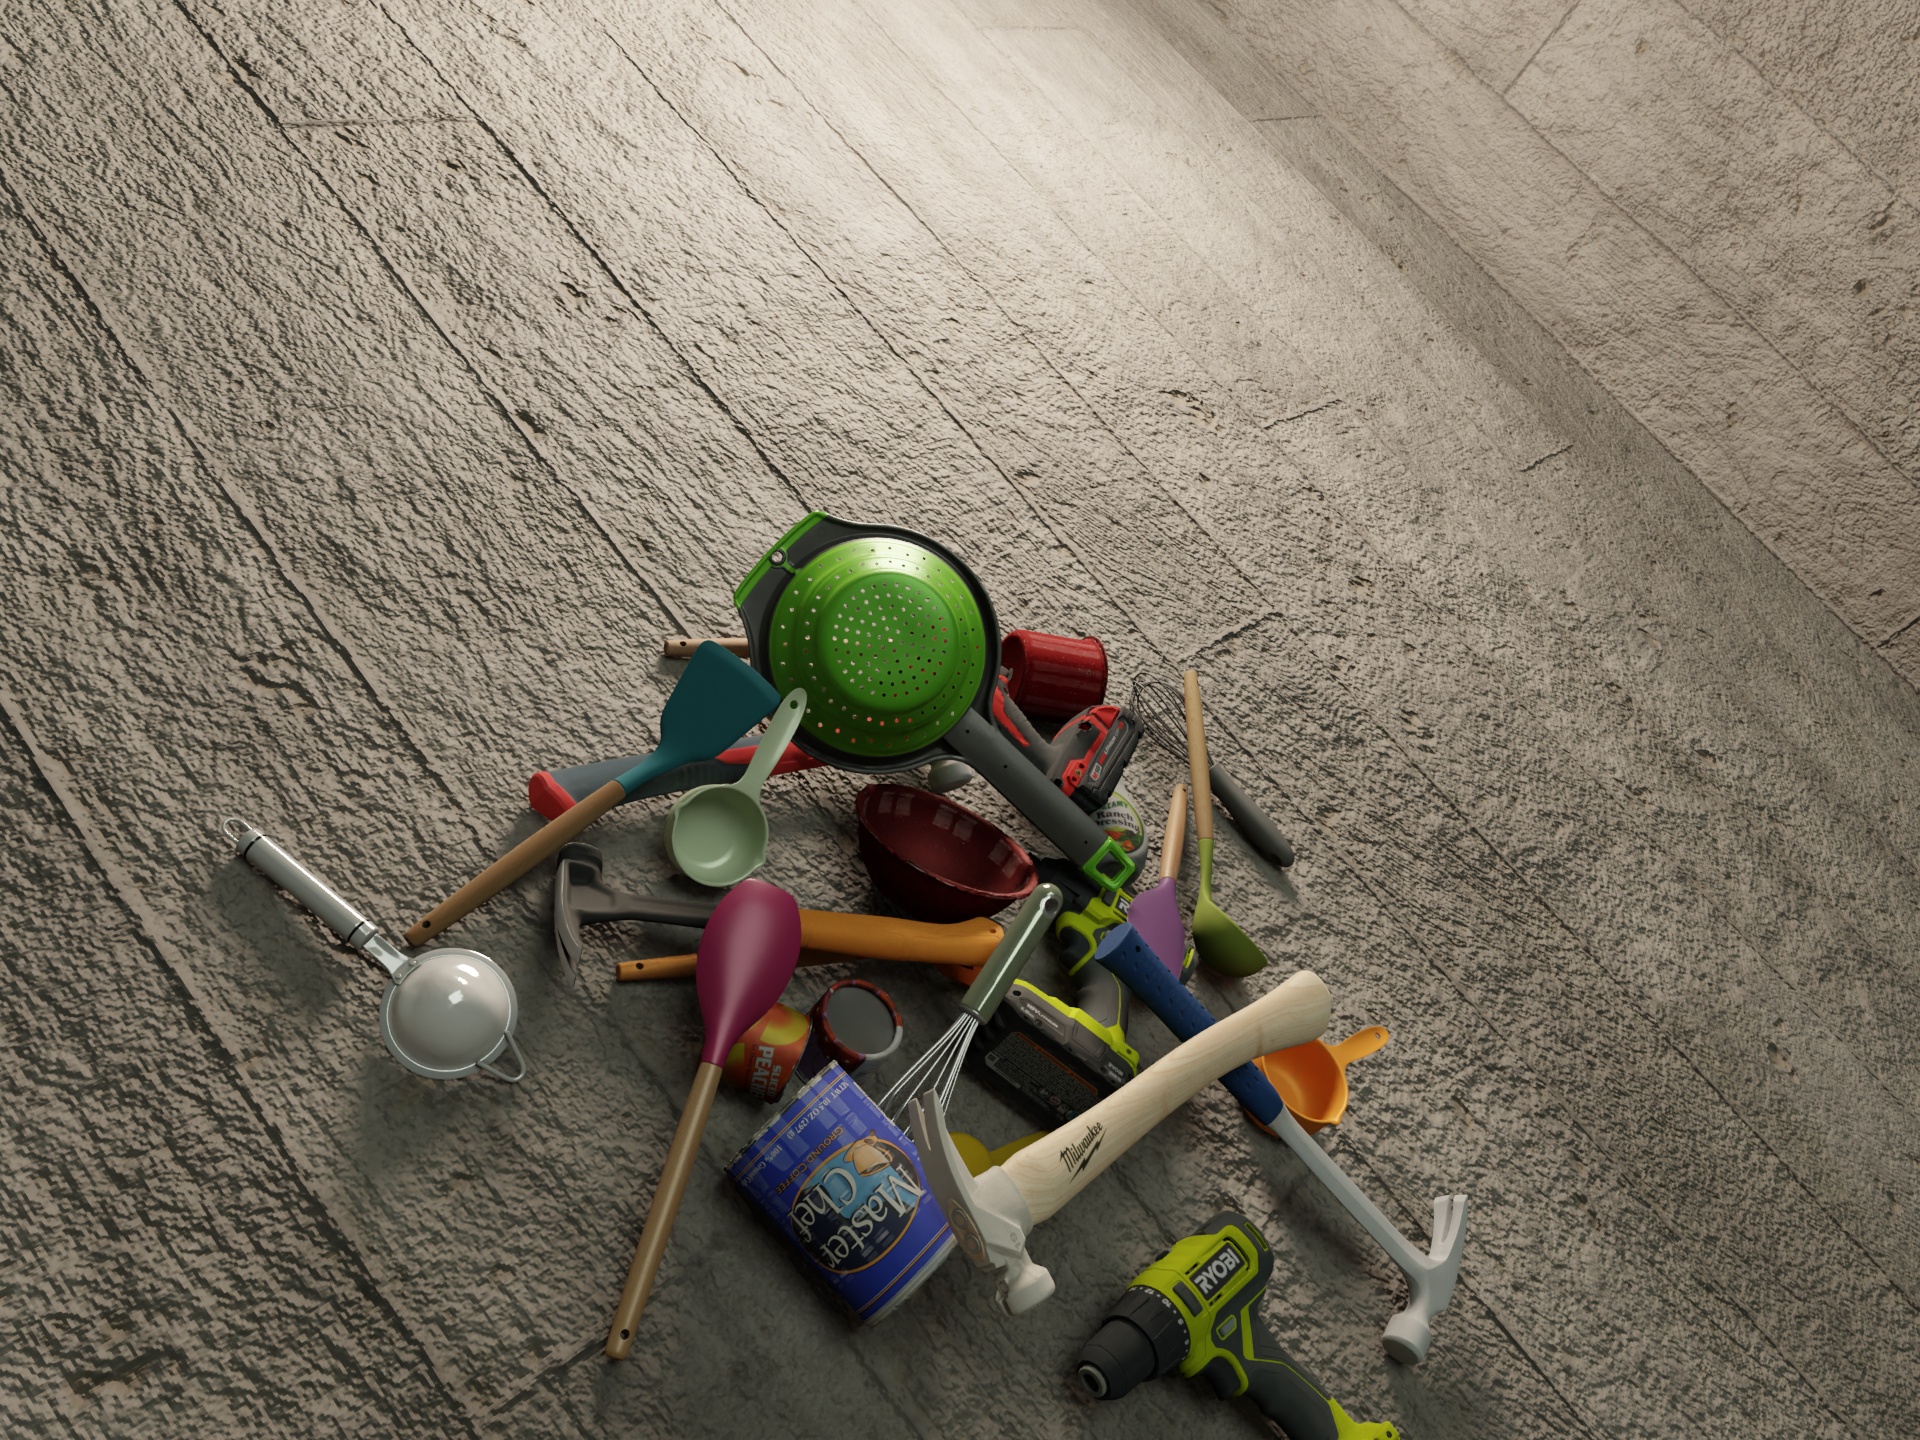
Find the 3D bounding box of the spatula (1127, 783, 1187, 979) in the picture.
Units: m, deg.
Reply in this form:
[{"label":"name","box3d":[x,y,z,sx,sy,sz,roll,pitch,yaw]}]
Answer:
[{"label":"spatula","box3d":[0.182,0.130,1.398,0.059,0.018,0.316,38,26,-6]}]

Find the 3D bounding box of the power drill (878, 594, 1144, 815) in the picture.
[{"label":"power drill","box3d":[0.043,-0.017,1.374,0.219,0.078,0.143,38,52,-9]}]

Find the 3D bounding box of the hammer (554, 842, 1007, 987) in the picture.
[{"label":"hammer","box3d":[-0.122,0.153,1.148,0.336,0.034,0.127,8,29,-19]}]

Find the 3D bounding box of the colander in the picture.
[{"label":"colander","box3d":[-0.002,-0.004,1.258,0.397,0.094,0.204,43,81,-6]}]

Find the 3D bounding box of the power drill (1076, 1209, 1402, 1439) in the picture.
[{"label":"power drill","box3d":[0.199,0.480,1.112,0.190,0.080,0.229,-22,65,-45]}]

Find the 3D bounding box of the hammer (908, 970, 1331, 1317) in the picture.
[{"label":"hammer","box3d":[0.137,0.256,1.133,0.410,0.038,0.146,-20,77,-44]}]

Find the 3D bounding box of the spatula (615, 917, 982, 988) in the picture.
[{"label":"spatula","box3d":[-0.106,0.182,1.206,0.322,0.041,0.081,0,54,-30]}]

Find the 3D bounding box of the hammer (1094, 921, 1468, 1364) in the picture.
[{"label":"hammer","box3d":[0.255,0.312,1.250,0.405,0.035,0.144,48,53,-8]}]

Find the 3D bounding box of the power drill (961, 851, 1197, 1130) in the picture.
[{"label":"power drill","box3d":[0.091,0.209,1.276,0.171,0.080,0.223,37,35,-2]}]

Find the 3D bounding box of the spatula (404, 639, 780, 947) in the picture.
[{"label":"spatula","box3d":[-0.266,0.056,1.139,0.082,0.044,0.317,38,54,17]}]

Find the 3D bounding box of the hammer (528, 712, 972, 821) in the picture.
[{"label":"hammer","box3d":[-0.166,0.015,1.285,0.386,0.038,0.143,-9,72,-38]}]

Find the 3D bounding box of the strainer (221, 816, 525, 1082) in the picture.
[{"label":"strainer","box3d":[-0.382,0.145,1.031,0.258,0.050,0.087,38,58,5]}]

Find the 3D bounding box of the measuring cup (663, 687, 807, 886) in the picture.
[{"label":"measuring cup","box3d":[-0.166,0.047,1.212,0.083,0.038,0.168,35,74,-25]}]

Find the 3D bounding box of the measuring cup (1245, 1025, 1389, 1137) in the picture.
[{"label":"measuring cup","box3d":[0.305,0.301,1.365,0.173,0.052,0.095,-11,61,-43]}]

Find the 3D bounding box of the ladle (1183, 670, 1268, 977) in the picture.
[{"label":"ladle","box3d":[0.236,0.087,1.469,0.078,0.062,0.320,55,29,-52]}]

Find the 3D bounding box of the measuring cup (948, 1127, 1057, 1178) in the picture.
[{"label":"measuring cup","box3d":[0.036,0.320,1.174,0.156,0.029,0.062,-6,57,-40]}]

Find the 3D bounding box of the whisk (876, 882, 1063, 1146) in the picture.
[{"label":"whisk","box3d":[0.004,0.220,1.152,0.057,0.059,0.246,45,68,-27]}]

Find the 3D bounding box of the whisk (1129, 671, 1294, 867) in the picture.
[{"label":"whisk","box3d":[0.246,0.048,1.555,0.239,0.055,0.055,50,43,8]}]

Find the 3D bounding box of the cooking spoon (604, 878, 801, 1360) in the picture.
[{"label":"cooking spoon","box3d":[-0.169,0.249,1.033,0.068,0.017,0.319,25,61,-15]}]

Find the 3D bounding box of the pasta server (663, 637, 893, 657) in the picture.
[{"label":"pasta server","box3d":[-0.114,-0.059,1.414,0.316,0.040,0.060,-1,55,-31]}]
